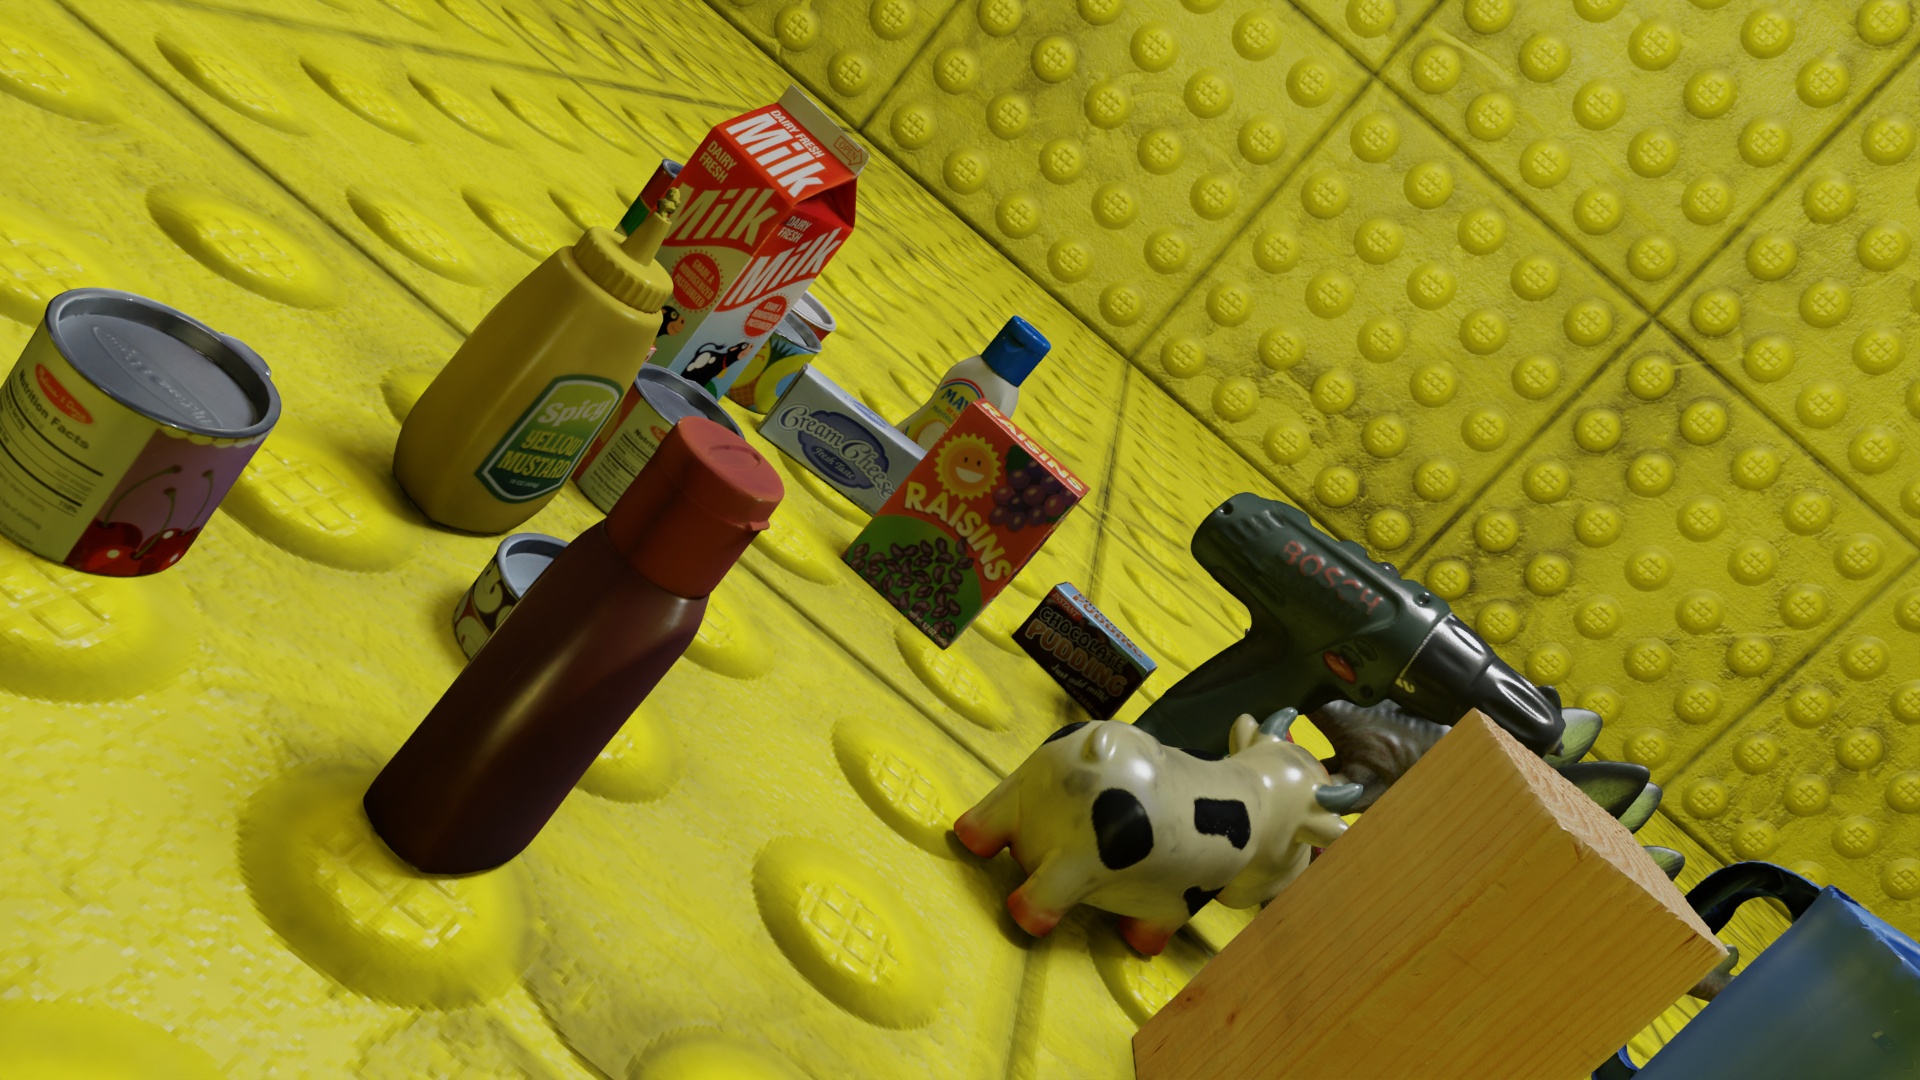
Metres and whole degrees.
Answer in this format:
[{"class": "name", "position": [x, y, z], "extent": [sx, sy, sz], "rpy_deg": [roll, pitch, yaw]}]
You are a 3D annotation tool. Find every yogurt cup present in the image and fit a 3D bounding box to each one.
[{"class": "yogurt cup", "position": [-0.134, -0.159, 1.025], "extent": [0.072, 0.054, 0.072], "rpy_deg": [37, 16, -12]}]

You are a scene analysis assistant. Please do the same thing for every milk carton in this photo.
[{"class": "milk carton", "position": [-0.132, -0.165, 0.795], "extent": [0.072, 0.190, 0.073], "rpy_deg": [45, 16, 16]}]

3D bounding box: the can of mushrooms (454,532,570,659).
[{"class": "can of mushrooms", "position": [-0.149, 0.032, 0.515], "extent": [0.071, 0.033, 0.071], "rpy_deg": [37, 16, -12]}]

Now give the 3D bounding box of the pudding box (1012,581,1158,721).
[{"class": "pudding box", "position": [0.081, 0.072, 0.908], "extent": [0.084, 0.049, 0.030], "rpy_deg": [44, 16, 12]}]

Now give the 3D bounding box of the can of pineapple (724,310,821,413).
[{"class": "can of pineapple", "position": [-0.136, -0.126, 0.925], "extent": [0.071, 0.057, 0.071], "rpy_deg": [37, 16, -12]}]

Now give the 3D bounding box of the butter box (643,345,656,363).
[{"class": "butter box", "position": [-0.193, -0.081, 0.682], "extent": [0.024, 0.053, 0.104], "rpy_deg": [42, 16, 4]}]

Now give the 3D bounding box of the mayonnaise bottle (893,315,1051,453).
[{"class": "mayonnaise bottle", "position": [0.004, -0.094, 0.997], "extent": [0.065, 0.147, 0.041], "rpy_deg": [45, 16, 14]}]

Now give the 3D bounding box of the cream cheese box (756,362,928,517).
[{"class": "cream cheese box", "position": [-0.075, -0.063, 0.904], "extent": [0.104, 0.053, 0.024], "rpy_deg": [37, 16, -13]}]

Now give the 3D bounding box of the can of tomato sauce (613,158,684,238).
[{"class": "can of tomato sauce", "position": [-0.199, -0.206, 0.949], "extent": [0.071, 0.083, 0.071], "rpy_deg": [37, 16, -12]}]

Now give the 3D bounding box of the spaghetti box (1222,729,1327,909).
[{"class": "spaghetti box", "position": [0.208, 0.179, 0.913], "extent": [0.028, 0.050, 0.251], "rpy_deg": [38, 16, -10]}]

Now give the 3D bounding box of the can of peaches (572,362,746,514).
[{"class": "can of peaches", "position": [-0.148, -0.044, 0.678], "extent": [0.071, 0.058, 0.071], "rpy_deg": [37, 16, -12]}]

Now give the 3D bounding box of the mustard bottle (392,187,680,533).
[{"class": "mustard bottle", "position": [-0.158, -0.073, 0.547], "extent": [0.049, 0.160, 0.065], "rpy_deg": [47, 16, 21]}]

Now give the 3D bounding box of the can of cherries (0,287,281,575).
[{"class": "can of cherries", "position": [-0.248, -0.032, 0.416], "extent": [0.071, 0.058, 0.072], "rpy_deg": [37, 16, -12]}]

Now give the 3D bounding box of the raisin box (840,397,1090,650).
[{"class": "raisin box", "position": [0.003, -0.010, 0.814], "extent": [0.086, 0.123, 0.040], "rpy_deg": [42, 15, 4]}]

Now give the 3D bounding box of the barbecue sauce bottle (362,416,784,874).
[{"class": "barbecue sauce bottle", "position": [-0.108, 0.031, 0.403], "extent": [0.044, 0.148, 0.065], "rpy_deg": [44, 16, 12]}]
